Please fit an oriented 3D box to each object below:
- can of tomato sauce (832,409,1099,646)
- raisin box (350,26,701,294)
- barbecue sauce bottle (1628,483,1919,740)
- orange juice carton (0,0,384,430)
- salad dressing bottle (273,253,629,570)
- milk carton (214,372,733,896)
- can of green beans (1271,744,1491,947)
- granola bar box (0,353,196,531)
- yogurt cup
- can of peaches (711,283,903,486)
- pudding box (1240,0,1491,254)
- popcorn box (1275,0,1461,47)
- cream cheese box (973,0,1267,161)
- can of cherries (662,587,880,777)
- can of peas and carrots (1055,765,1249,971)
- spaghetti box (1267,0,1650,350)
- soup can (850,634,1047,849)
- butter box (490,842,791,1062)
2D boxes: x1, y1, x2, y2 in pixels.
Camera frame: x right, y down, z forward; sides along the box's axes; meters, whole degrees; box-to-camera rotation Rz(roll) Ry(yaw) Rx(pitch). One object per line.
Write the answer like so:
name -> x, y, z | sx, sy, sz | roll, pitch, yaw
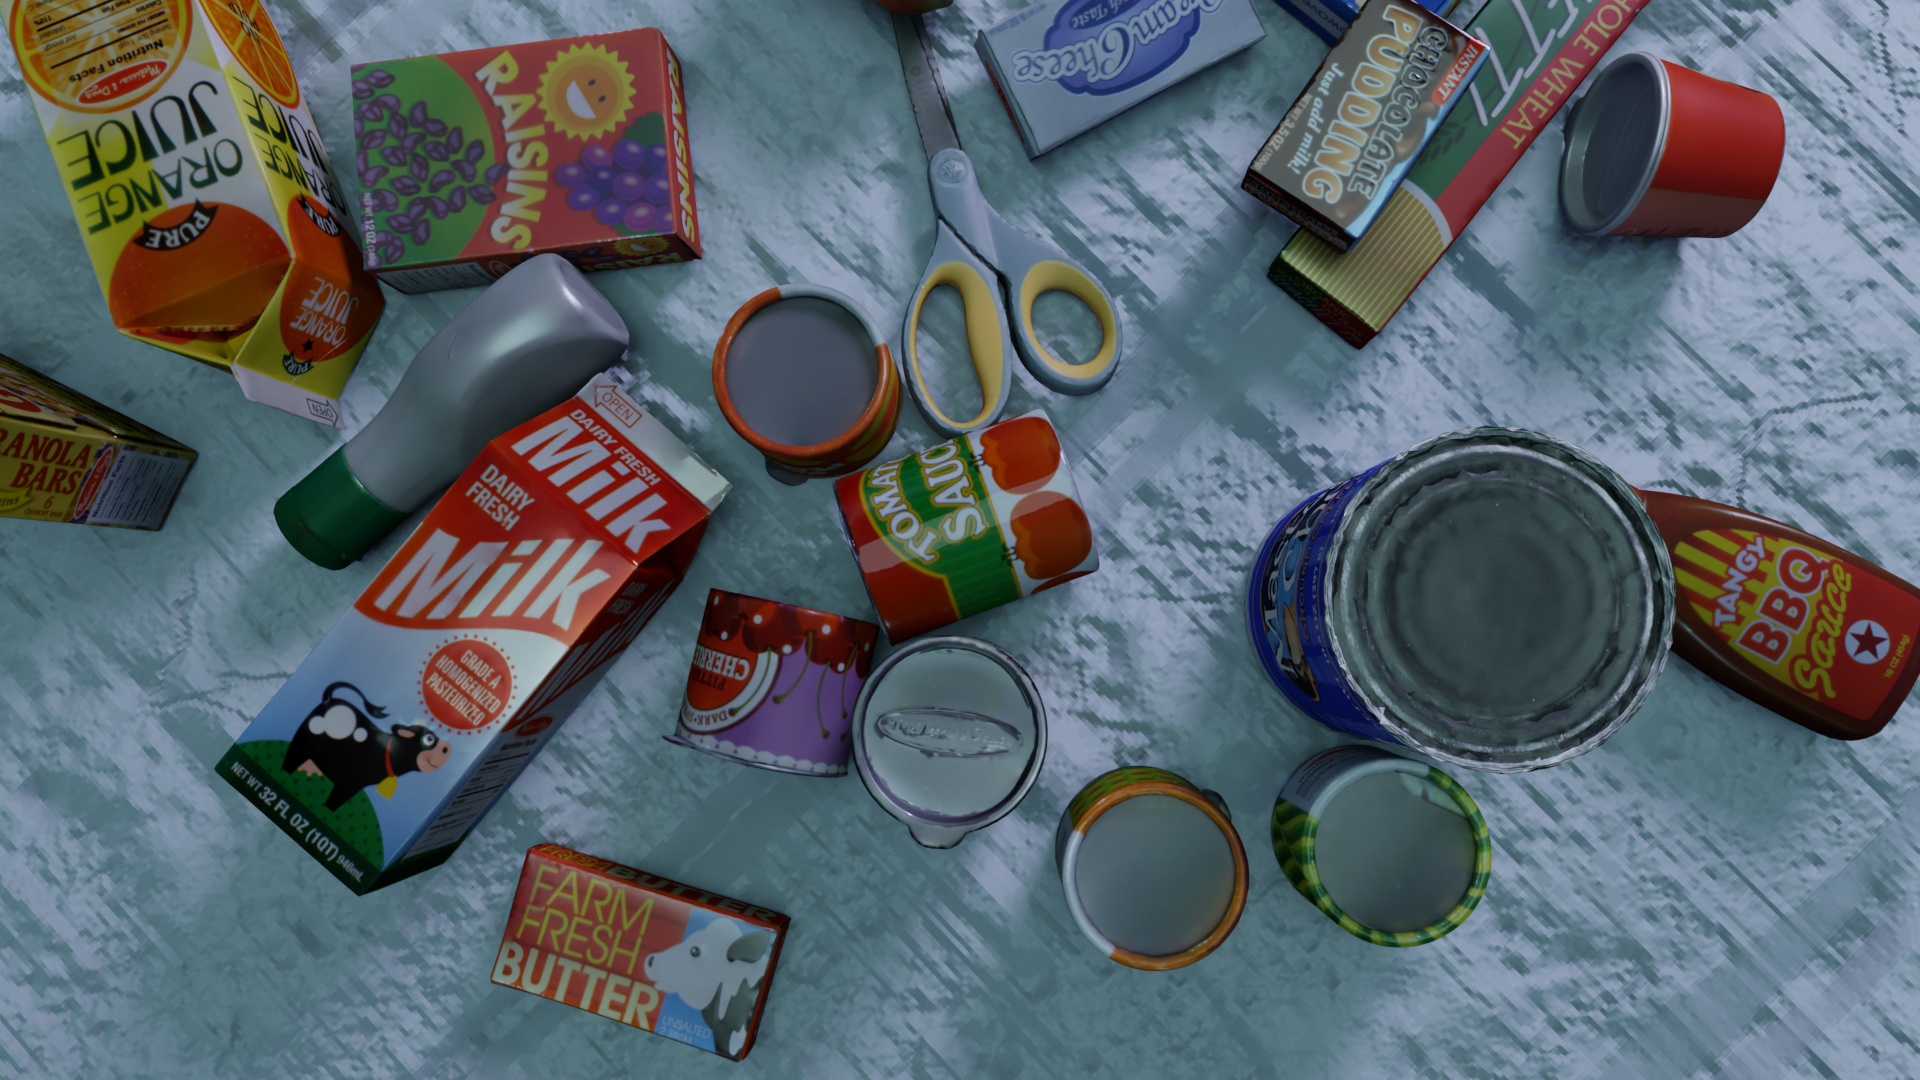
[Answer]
can of tomato sauce -> 0.002, -0.006, 0.517 | 0.083, 0.071, 0.071 | -20, 85, 0
raisin box -> -0.171, -0.149, 0.550 | 0.123, 0.040, 0.086 | -7, 84, 3
barbecue sauce bottle -> 0.278, 0.014, 0.519 | 0.148, 0.043, 0.065 | 28, 87, 4
orange juice carton -> -0.289, -0.135, 0.536 | 0.073, 0.072, 0.192 | -23, 85, 0
salad dressing bottle -> -0.197, -0.047, 0.534 | 0.147, 0.064, 0.044 | -39, 77, 6
milk carton -> -0.171, 0.031, 0.518 | 0.072, 0.073, 0.190 | 40, 87, 5
can of green beans -> 0.152, 0.110, 0.508 | 0.071, 0.058, 0.071 | 0, 86, 2
granola bar box -> -0.392, -0.059, 0.507 | 0.165, 0.124, 0.039 | 26, 88, 4
yogurt cup -> 0.269, -0.145, 0.524 | 0.054, 0.072, 0.072 | 8, 86, -5
can of peaches -> -0.058, -0.057, 0.529 | 0.071, 0.058, 0.071 | 0, 85, 2
pudding box -> 0.148, -0.154, 0.511 | 0.050, 0.030, 0.083 | 36, 94, 5
popcorn box -> 0.150, -0.255, 0.549 | 0.127, 0.038, 0.085 | 41, 89, 4
cream cheese box -> 0.063, -0.198, 0.548 | 0.104, 0.024, 0.053 | -28, 100, 0
can of cherries -> -0.069, 0.052, 0.514 | 0.071, 0.071, 0.058 | 13, 86, 3
can of peas and carrots -> 0.071, 0.117, 0.510 | 0.071, 0.058, 0.071 | 0, 86, 2
spaghetti box -> 0.218, -0.187, 0.545 | 0.050, 0.028, 0.250 | 39, 88, 4
soup can -> -0.003, 0.070, 0.503 | 0.071, 0.083, 0.071 | 0, 86, 2
butter box -> -0.122, 0.156, 0.530 | 0.103, 0.024, 0.053 | 17, 87, 3
